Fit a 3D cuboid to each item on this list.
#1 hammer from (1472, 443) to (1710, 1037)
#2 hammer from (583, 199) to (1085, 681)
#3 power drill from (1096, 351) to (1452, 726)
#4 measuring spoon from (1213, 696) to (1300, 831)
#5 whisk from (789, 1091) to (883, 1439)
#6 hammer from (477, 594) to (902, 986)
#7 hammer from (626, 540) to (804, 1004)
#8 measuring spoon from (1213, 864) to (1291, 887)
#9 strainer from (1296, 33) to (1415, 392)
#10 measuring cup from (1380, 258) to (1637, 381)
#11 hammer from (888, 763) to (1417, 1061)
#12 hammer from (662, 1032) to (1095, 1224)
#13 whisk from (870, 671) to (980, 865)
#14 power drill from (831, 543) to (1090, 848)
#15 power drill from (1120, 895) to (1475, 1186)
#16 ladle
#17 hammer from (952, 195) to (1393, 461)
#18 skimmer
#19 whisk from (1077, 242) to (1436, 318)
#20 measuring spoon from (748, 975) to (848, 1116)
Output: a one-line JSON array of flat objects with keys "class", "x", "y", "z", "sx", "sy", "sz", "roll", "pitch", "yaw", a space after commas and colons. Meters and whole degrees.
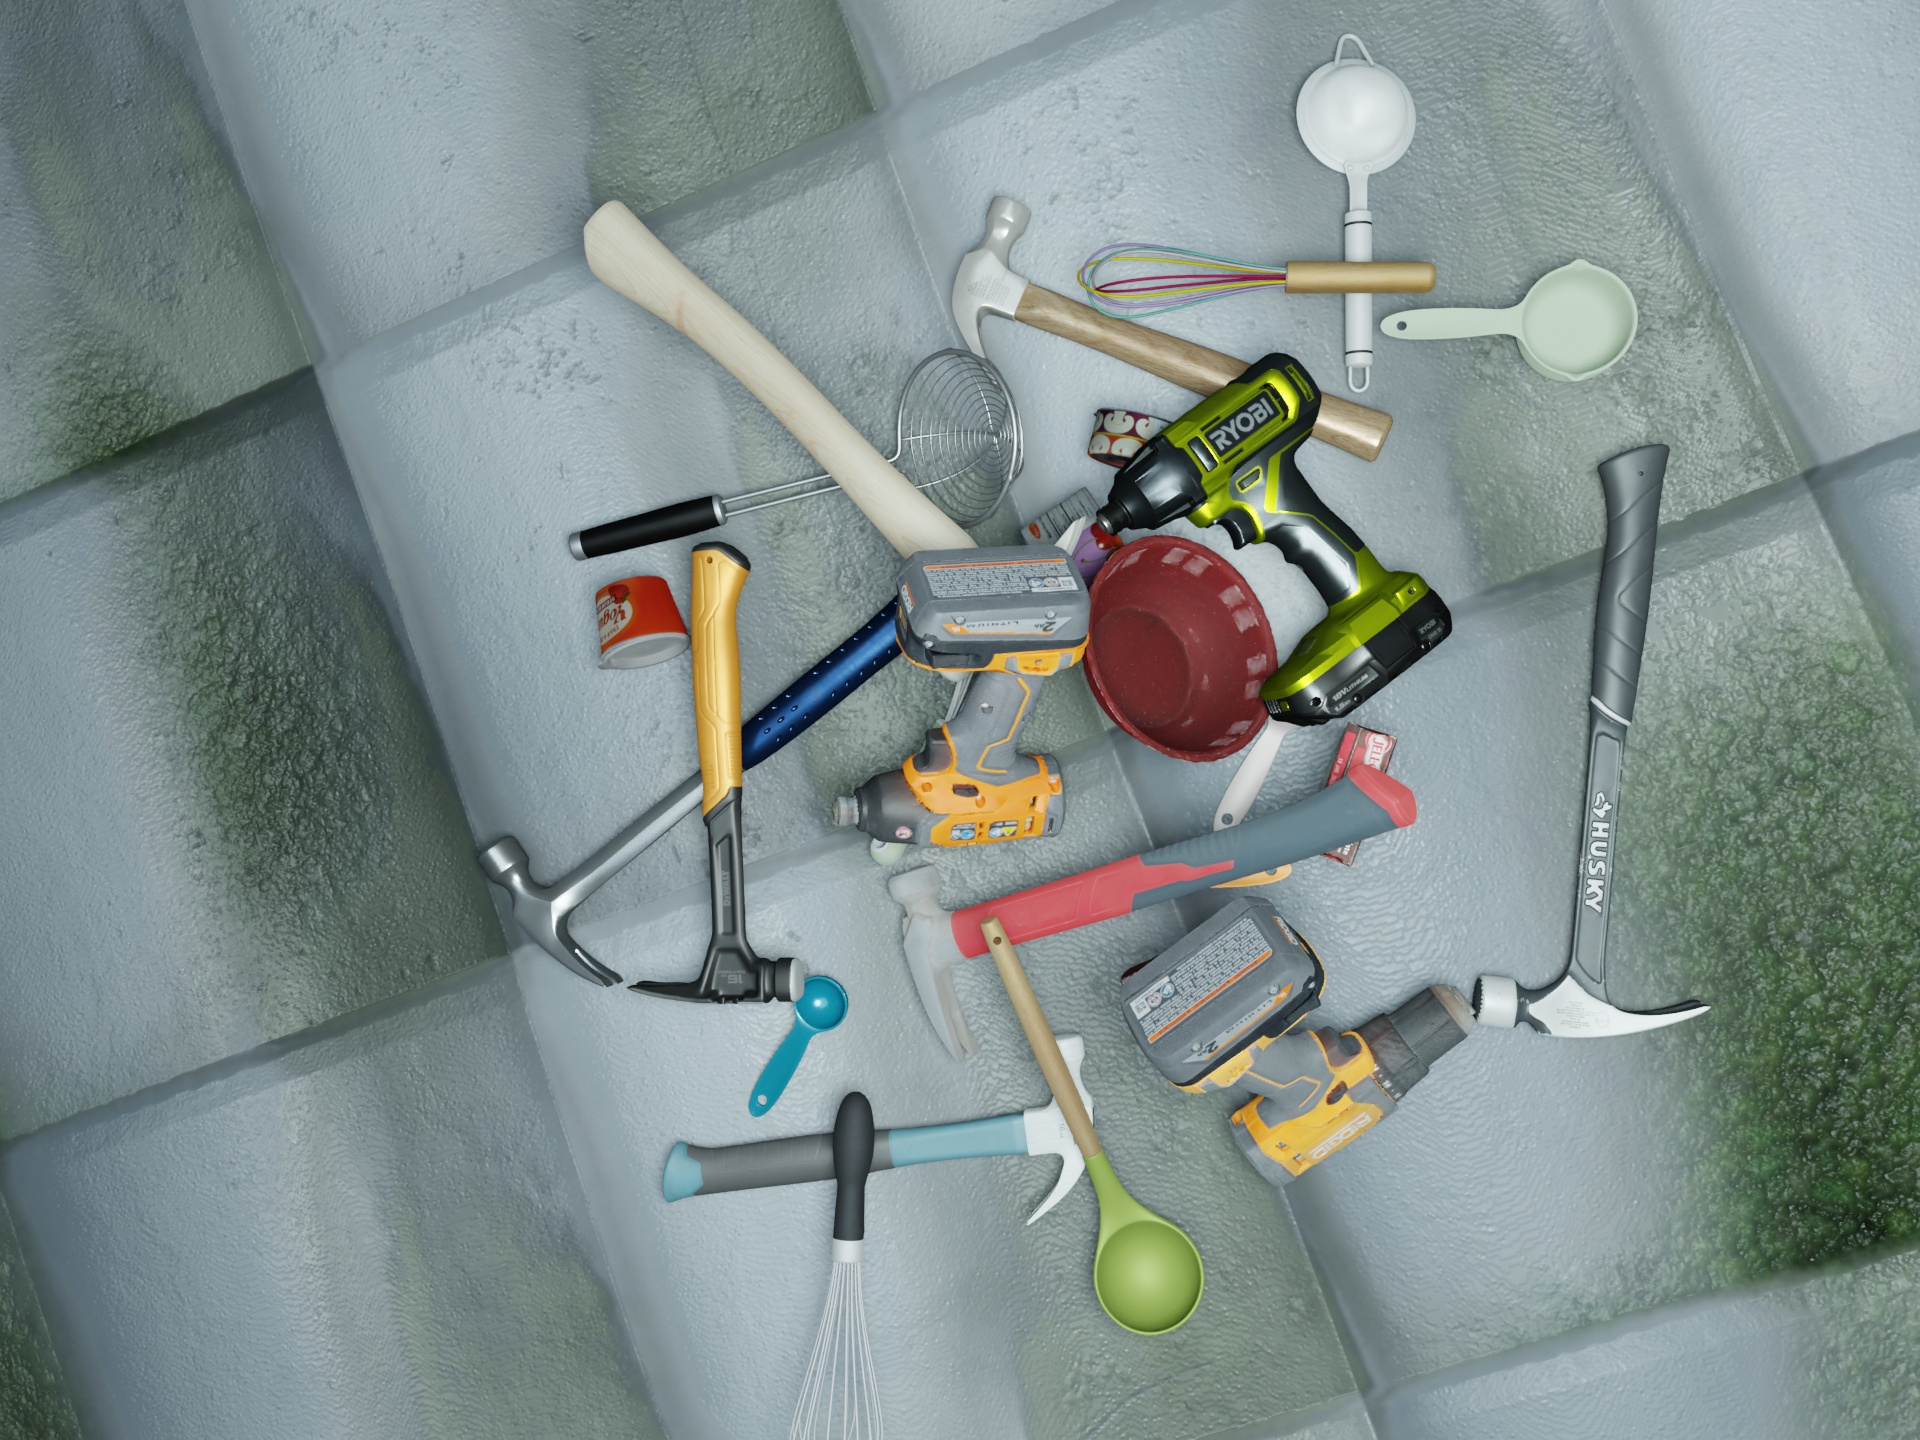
[{"class": "hammer", "x": 0.447, "y": 0.015, "z": 1.086, "sx": 0.149, "sy": 0.036, "sz": 0.409, "roll": 6, "pitch": 90, "yaw": 9}, {"class": "hammer", "x": -0.100, "y": -0.218, "z": 1.106, "sx": 0.410, "sy": 0.038, "sz": 0.146, "roll": 44, "pitch": 111, "yaw": 3}, {"class": "power drill", "x": 0.211, "y": -0.113, "z": 1.077, "sx": 0.171, "sy": 0.080, "sz": 0.223, "roll": -37, "pitch": 93, "yaw": -9}, {"class": "measuring spoon", "x": 0.213, "y": 0.029, "z": 1.135, "sx": 0.034, "sy": 0.018, "sz": 0.124, "roll": 29, "pitch": 95, "yaw": 9}, {"class": "whisk", "x": -0.081, "y": 0.409, "z": 1.131, "sx": 0.070, "sy": 0.070, "sz": 0.285, "roll": 2, "pitch": 82, "yaw": 10}, {"class": "hammer", "x": -0.173, "y": 0.039, "z": 1.196, "sx": 0.405, "sy": 0.035, "sz": 0.144, "roll": -39, "pitch": 83, "yaw": 7}, {"class": "hammer", "x": -0.182, "y": 0.038, "z": 1.162, "sx": 0.127, "sy": 0.034, "sz": 0.337, "roll": -2, "pitch": 88, "yaw": 9}, {"class": "measuring spoon", "x": 0.179, "y": 0.111, "z": 1.146, "sx": 0.117, "sy": 0.011, "sz": 0.021, "roll": -5, "pitch": 89, "yaw": 6}, {"class": "strainer", "x": 0.282, "y": -0.361, "z": 1.120, "sx": 0.087, "sy": 0.050, "sz": 0.258, "roll": -1, "pitch": 92, "yaw": -4}, {"class": "measuring cup", "x": 0.377, "y": -0.272, "z": 1.102, "sx": 0.167, "sy": 0.038, "sz": 0.083, "roll": 2, "pitch": 90, "yaw": 12}, {"class": "hammer", "x": 0.125, "y": 0.124, "z": 1.071, "sx": 0.386, "sy": 0.038, "sz": 0.143, "roll": -21, "pitch": 85, "yaw": 31}, {"class": "hammer", "x": -0.063, "y": 0.316, "z": 1.174, "sx": 0.331, "sy": 0.033, "sz": 0.128, "roll": -10, "pitch": 86, "yaw": 10}, {"class": "whisk", "x": -0.002, "y": -0.001, "z": 1.164, "sx": 0.058, "sy": 0.059, "sz": 0.246, "roll": 36, "pitch": 101, "yaw": 45}, {"class": "power drill", "x": -0.002, "y": -0.003, "z": 1.071, "sx": 0.164, "sy": 0.084, "sz": 0.226, "roll": -4, "pitch": 131, "yaw": -13}, {"class": "power drill", "x": 0.230, "y": 0.204, "z": 1.046, "sx": 0.185, "sy": 0.226, "sz": 0.084, "roll": -38, "pitch": 40, "yaw": 8}, {"class": "ladle", "x": 0.084, "y": 0.280, "z": 1.098, "sx": 0.078, "sy": 0.062, "sz": 0.320, "roll": -25, "pitch": 101, "yaw": -5}, {"class": "hammer", "x": 0.148, "y": -0.259, "z": 1.145, "sx": 0.331, "sy": 0.031, "sz": 0.130, "roll": 24, "pitch": 93, "yaw": 9}, {"class": "skimmer", "x": -0.128, "y": -0.173, "z": 1.162, "sx": 0.363, "sy": 0.090, "sz": 0.127, "roll": -13, "pitch": 90, "yaw": 10}, {"class": "whisk", "x": 0.203, "y": -0.303, "z": 1.100, "sx": 0.245, "sy": 0.047, "sz": 0.051, "roll": 2, "pitch": 107, "yaw": 6}, {"class": "measuring spoon", "x": -0.123, "y": 0.245, "z": 1.197, "sx": 0.042, "sy": 0.021, "sz": 0.128, "roll": 33, "pitch": 104, "yaw": 8}]
